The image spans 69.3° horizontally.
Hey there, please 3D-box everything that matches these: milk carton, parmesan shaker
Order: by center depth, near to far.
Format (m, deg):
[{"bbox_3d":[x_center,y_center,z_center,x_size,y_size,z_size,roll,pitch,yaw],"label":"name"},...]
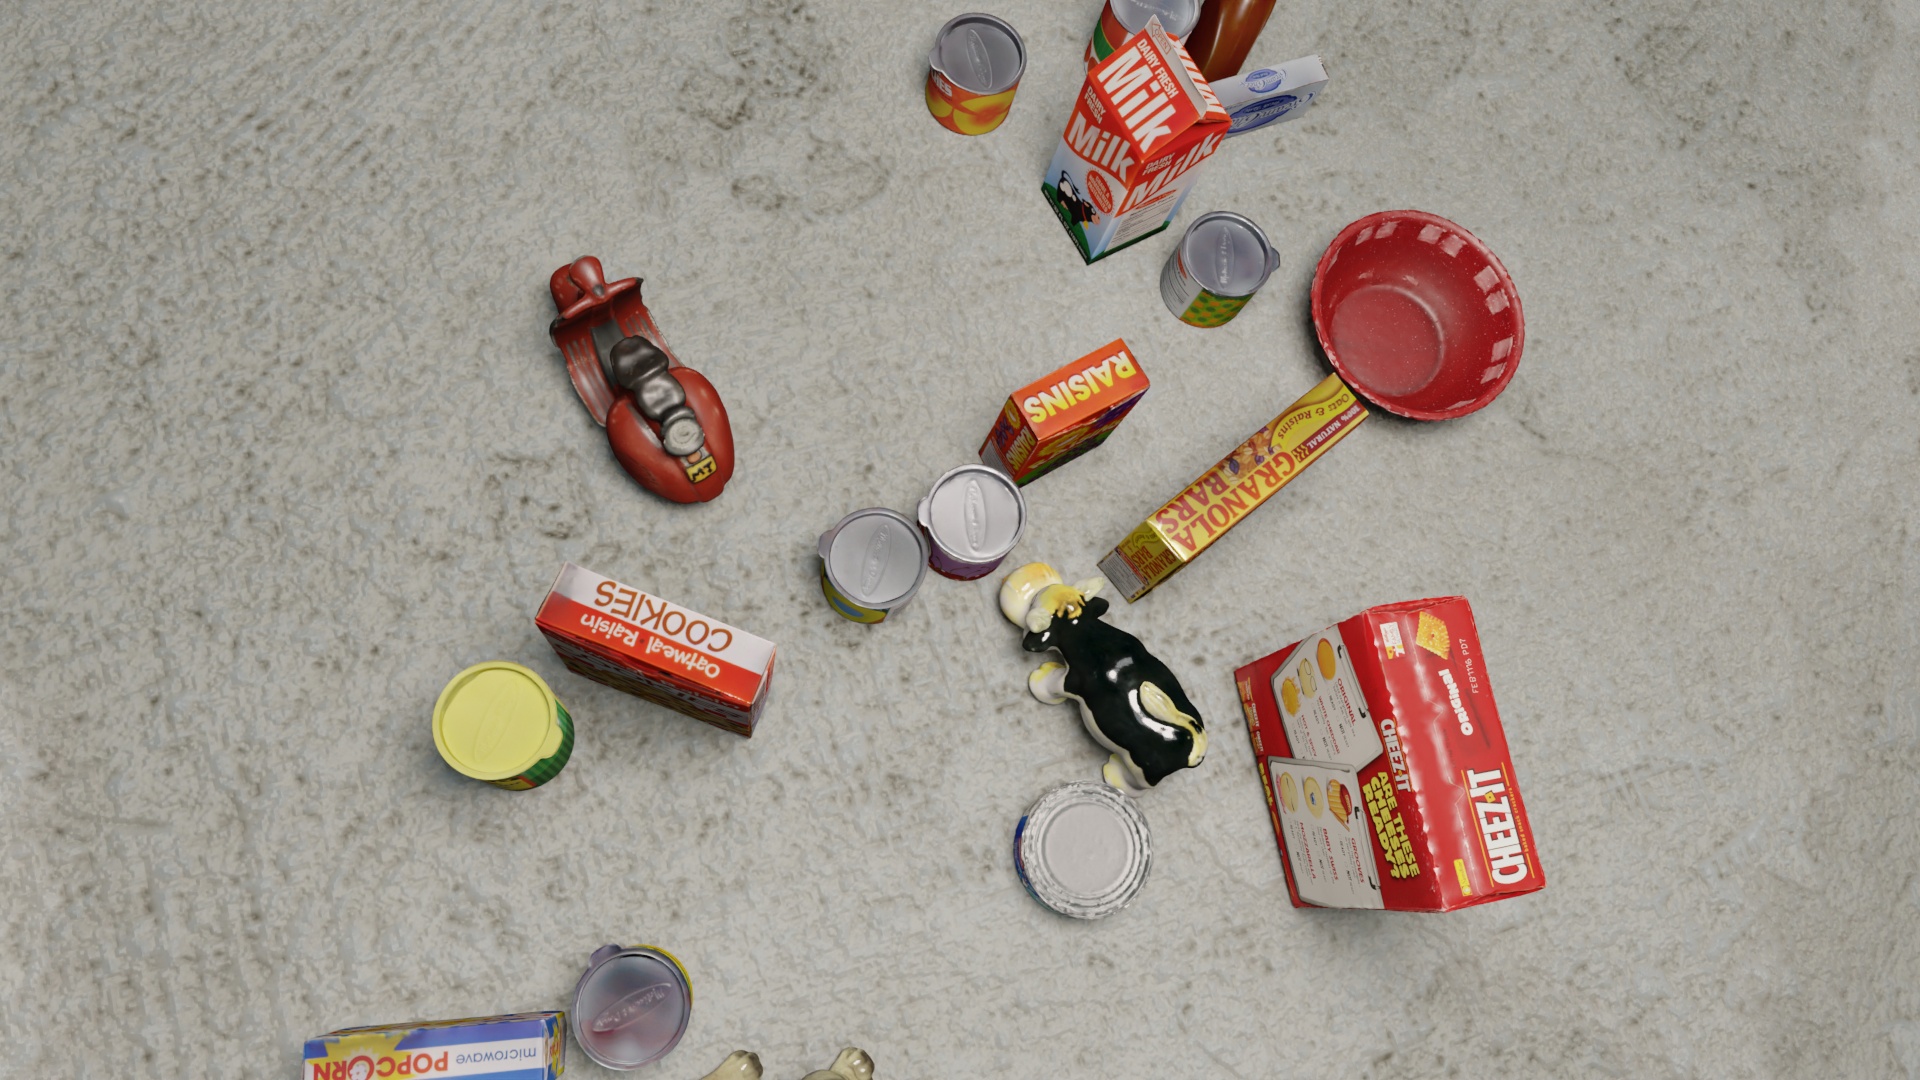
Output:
[{"bbox_3d":[-0.263,0.113,0.816,0.071,0.102,0.071,2,75,-9],"label":"parmesan shaker"},{"bbox_3d":[0.120,-0.269,0.936,0.073,0.190,0.072,-27,81,-15],"label":"milk carton"}]

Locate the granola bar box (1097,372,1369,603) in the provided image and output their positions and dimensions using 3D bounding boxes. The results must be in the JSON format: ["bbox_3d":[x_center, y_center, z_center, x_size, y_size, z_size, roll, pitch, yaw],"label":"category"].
[{"bbox_3d":[0.177,-0.031,0.916,0.166,0.124,0.039,-37,84,-16],"label":"granola bar box"}]

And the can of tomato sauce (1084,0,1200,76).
[{"bbox_3d":[0.132,-0.373,1.022,0.071,0.083,0.071,2,75,-9],"label":"can of tomato sauce"}]

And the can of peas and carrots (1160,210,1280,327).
[{"bbox_3d":[0.185,-0.193,0.995,0.071,0.058,0.071,2,75,-9],"label":"can of peas and carrots"}]

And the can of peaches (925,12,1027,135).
[{"bbox_3d":[0.008,-0.336,1.005,0.071,0.058,0.071,2,75,-9],"label":"can of peaches"}]

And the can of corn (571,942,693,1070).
[{"bbox_3d":[-0.191,0.268,0.810,0.071,0.058,0.071,2,75,-9],"label":"can of corn"}]

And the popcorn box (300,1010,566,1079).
[{"bbox_3d":[-0.289,0.288,0.774,0.127,0.085,0.038,-2,76,-10],"label":"popcorn box"}]

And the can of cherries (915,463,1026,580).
[{"bbox_3d":[0.003,-0.011,0.917,0.071,0.058,0.071,2,75,-9],"label":"can of cherries"}]

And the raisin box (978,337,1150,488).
[{"bbox_3d":[0.065,-0.078,0.911,0.086,0.123,0.040,-27,81,-15],"label":"raisin box"}]

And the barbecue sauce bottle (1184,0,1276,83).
[{"bbox_3d":[0.199,-0.384,1.002,0.044,0.148,0.065,5,75,-8],"label":"barbecue sauce bottle"}]

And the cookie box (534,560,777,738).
[{"bbox_3d":[-0.172,0.070,0.809,0.123,0.167,0.040,21,73,-3],"label":"cookie box"}]

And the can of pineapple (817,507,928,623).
[{"bbox_3d":[-0.058,0.016,0.899,0.071,0.057,0.071,2,75,-9],"label":"can of pineapple"}]

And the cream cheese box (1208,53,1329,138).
[{"bbox_3d":[0.218,-0.328,1.040,0.104,0.053,0.024,-19,79,-14],"label":"cream cheese box"}]
